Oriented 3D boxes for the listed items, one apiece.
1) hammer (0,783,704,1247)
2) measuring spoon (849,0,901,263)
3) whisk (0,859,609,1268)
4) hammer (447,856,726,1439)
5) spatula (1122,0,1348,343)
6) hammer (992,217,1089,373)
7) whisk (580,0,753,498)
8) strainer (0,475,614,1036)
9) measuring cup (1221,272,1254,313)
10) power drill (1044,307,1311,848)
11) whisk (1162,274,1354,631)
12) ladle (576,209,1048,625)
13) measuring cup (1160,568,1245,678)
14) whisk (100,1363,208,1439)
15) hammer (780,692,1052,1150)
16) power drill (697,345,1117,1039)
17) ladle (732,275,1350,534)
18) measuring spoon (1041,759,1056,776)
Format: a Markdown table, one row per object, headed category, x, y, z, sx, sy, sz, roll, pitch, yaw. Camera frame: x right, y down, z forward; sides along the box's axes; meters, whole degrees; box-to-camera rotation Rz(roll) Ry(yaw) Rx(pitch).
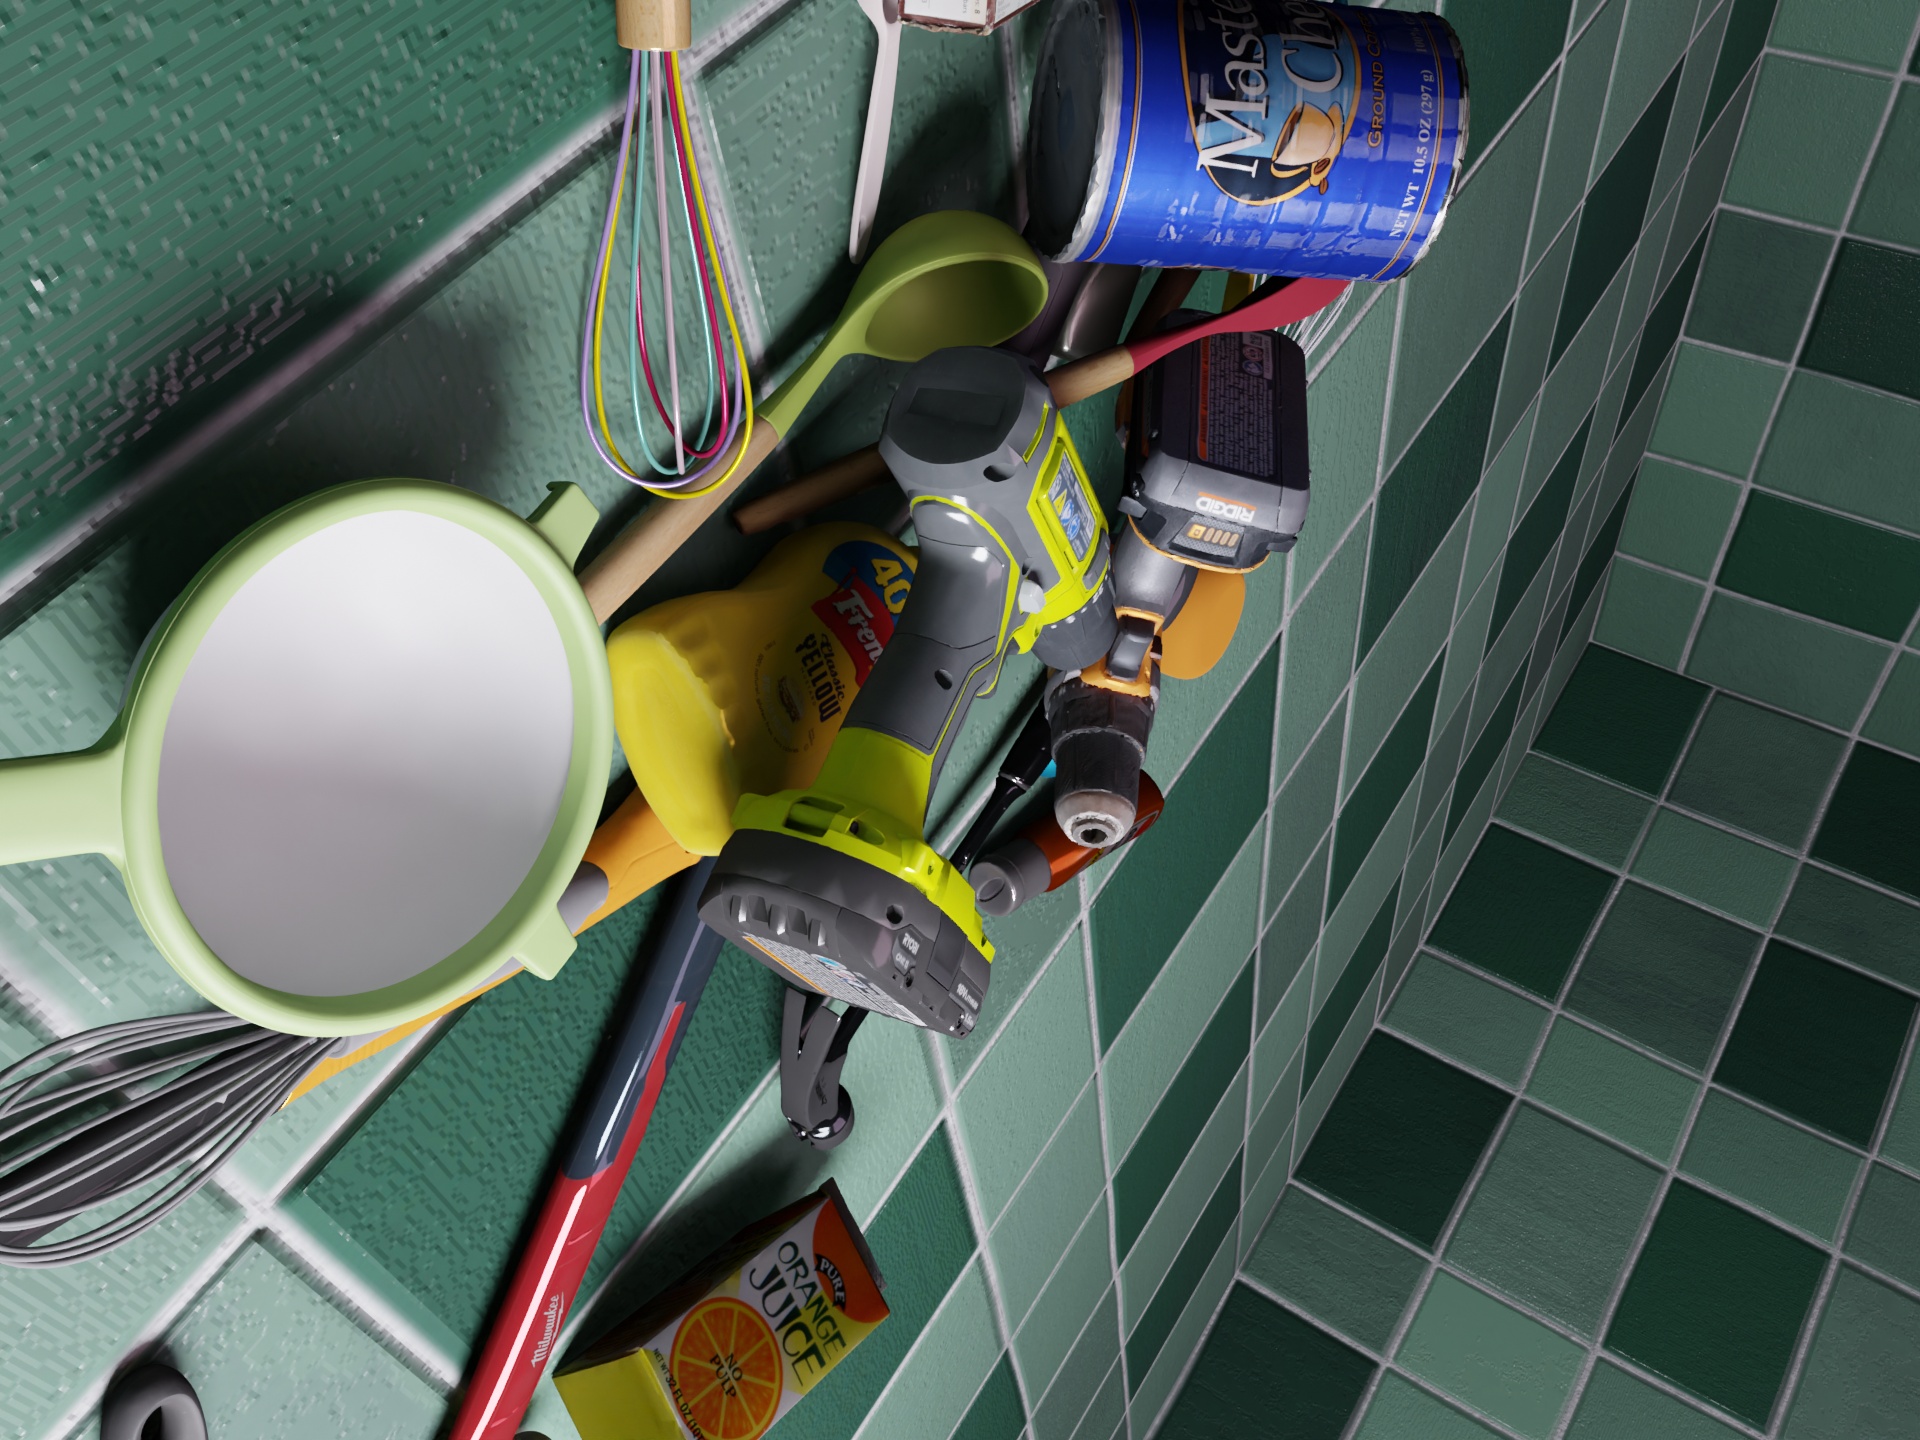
| category | x | y | z | sx | sy | sz | roll | pitch | yaw |
| --- | --- | --- | --- | --- | --- | --- | --- | --- | --- |
| hammer | -0.203 | 0.106 | 0.524 | 0.337 | 0.034 | 0.127 | -33 | 139 | -49 |
| measuring spoon | -0.036 | -0.227 | 0.582 | 0.034 | 0.018 | 0.124 | -60 | 166 | -50 |
| whisk | -0.183 | 0.085 | 0.461 | 0.239 | 0.055 | 0.055 | -29 | 137 | -58 |
| hammer | -0.161 | 0.182 | 0.672 | 0.143 | 0.038 | 0.386 | 16 | 98 | -63 |
| spatula | 0.147 | -0.305 | 0.818 | 0.317 | 0.044 | 0.082 | -60 | 154 | -15 |
| hammer | 0.053 | -0.234 | 0.678 | 0.128 | 0.033 | 0.331 | 17 | 102 | -35 |
| whisk | -0.088 | -0.182 | 0.484 | 0.051 | 0.047 | 0.244 | -34 | 138 | -46 |
| strainer | -0.205 | 0.011 | 0.399 | 0.256 | 0.069 | 0.151 | -9 | 108 | -53 |
| measuring cup | 0.124 | -0.212 | 0.765 | 0.029 | 0.062 | 0.156 | -22 | 150 | -11 |
| power drill | 0.093 | -0.060 | 0.779 | 0.226 | 0.084 | 0.186 | 113 | -12 | -52 |
| whisk | 0.164 | -0.179 | 0.931 | 0.284 | 0.070 | 0.070 | -67 | 155 | -6 |
| ladle | -0.079 | -0.081 | 0.577 | 0.320 | 0.062 | 0.078 | -50 | -179 | -24 |
| measuring cup | 0.168 | -0.107 | 1.036 | 0.173 | 0.052 | 0.095 | -61 | 155 | -5 |
| whisk | -0.276 | 0.347 | 0.577 | 0.073 | 0.073 | 0.295 | -30 | 131 | -51 |
| hammer | 0.020 | 0.044 | 0.890 | 0.409 | 0.036 | 0.149 | -55 | 163 | -25 |
| power drill | -0.001 | -0.002 | 0.616 | 0.229 | 0.080 | 0.190 | -69 | 155 | -18 |
| ladle | 0.047 | -0.143 | 0.665 | 0.315 | 0.069 | 0.031 | -26 | 97 | -18 |
| measuring spoon | 0.076 | 0.031 | 1.017 | 0.042 | 0.021 | 0.128 | -62 | 155 | -8 |
